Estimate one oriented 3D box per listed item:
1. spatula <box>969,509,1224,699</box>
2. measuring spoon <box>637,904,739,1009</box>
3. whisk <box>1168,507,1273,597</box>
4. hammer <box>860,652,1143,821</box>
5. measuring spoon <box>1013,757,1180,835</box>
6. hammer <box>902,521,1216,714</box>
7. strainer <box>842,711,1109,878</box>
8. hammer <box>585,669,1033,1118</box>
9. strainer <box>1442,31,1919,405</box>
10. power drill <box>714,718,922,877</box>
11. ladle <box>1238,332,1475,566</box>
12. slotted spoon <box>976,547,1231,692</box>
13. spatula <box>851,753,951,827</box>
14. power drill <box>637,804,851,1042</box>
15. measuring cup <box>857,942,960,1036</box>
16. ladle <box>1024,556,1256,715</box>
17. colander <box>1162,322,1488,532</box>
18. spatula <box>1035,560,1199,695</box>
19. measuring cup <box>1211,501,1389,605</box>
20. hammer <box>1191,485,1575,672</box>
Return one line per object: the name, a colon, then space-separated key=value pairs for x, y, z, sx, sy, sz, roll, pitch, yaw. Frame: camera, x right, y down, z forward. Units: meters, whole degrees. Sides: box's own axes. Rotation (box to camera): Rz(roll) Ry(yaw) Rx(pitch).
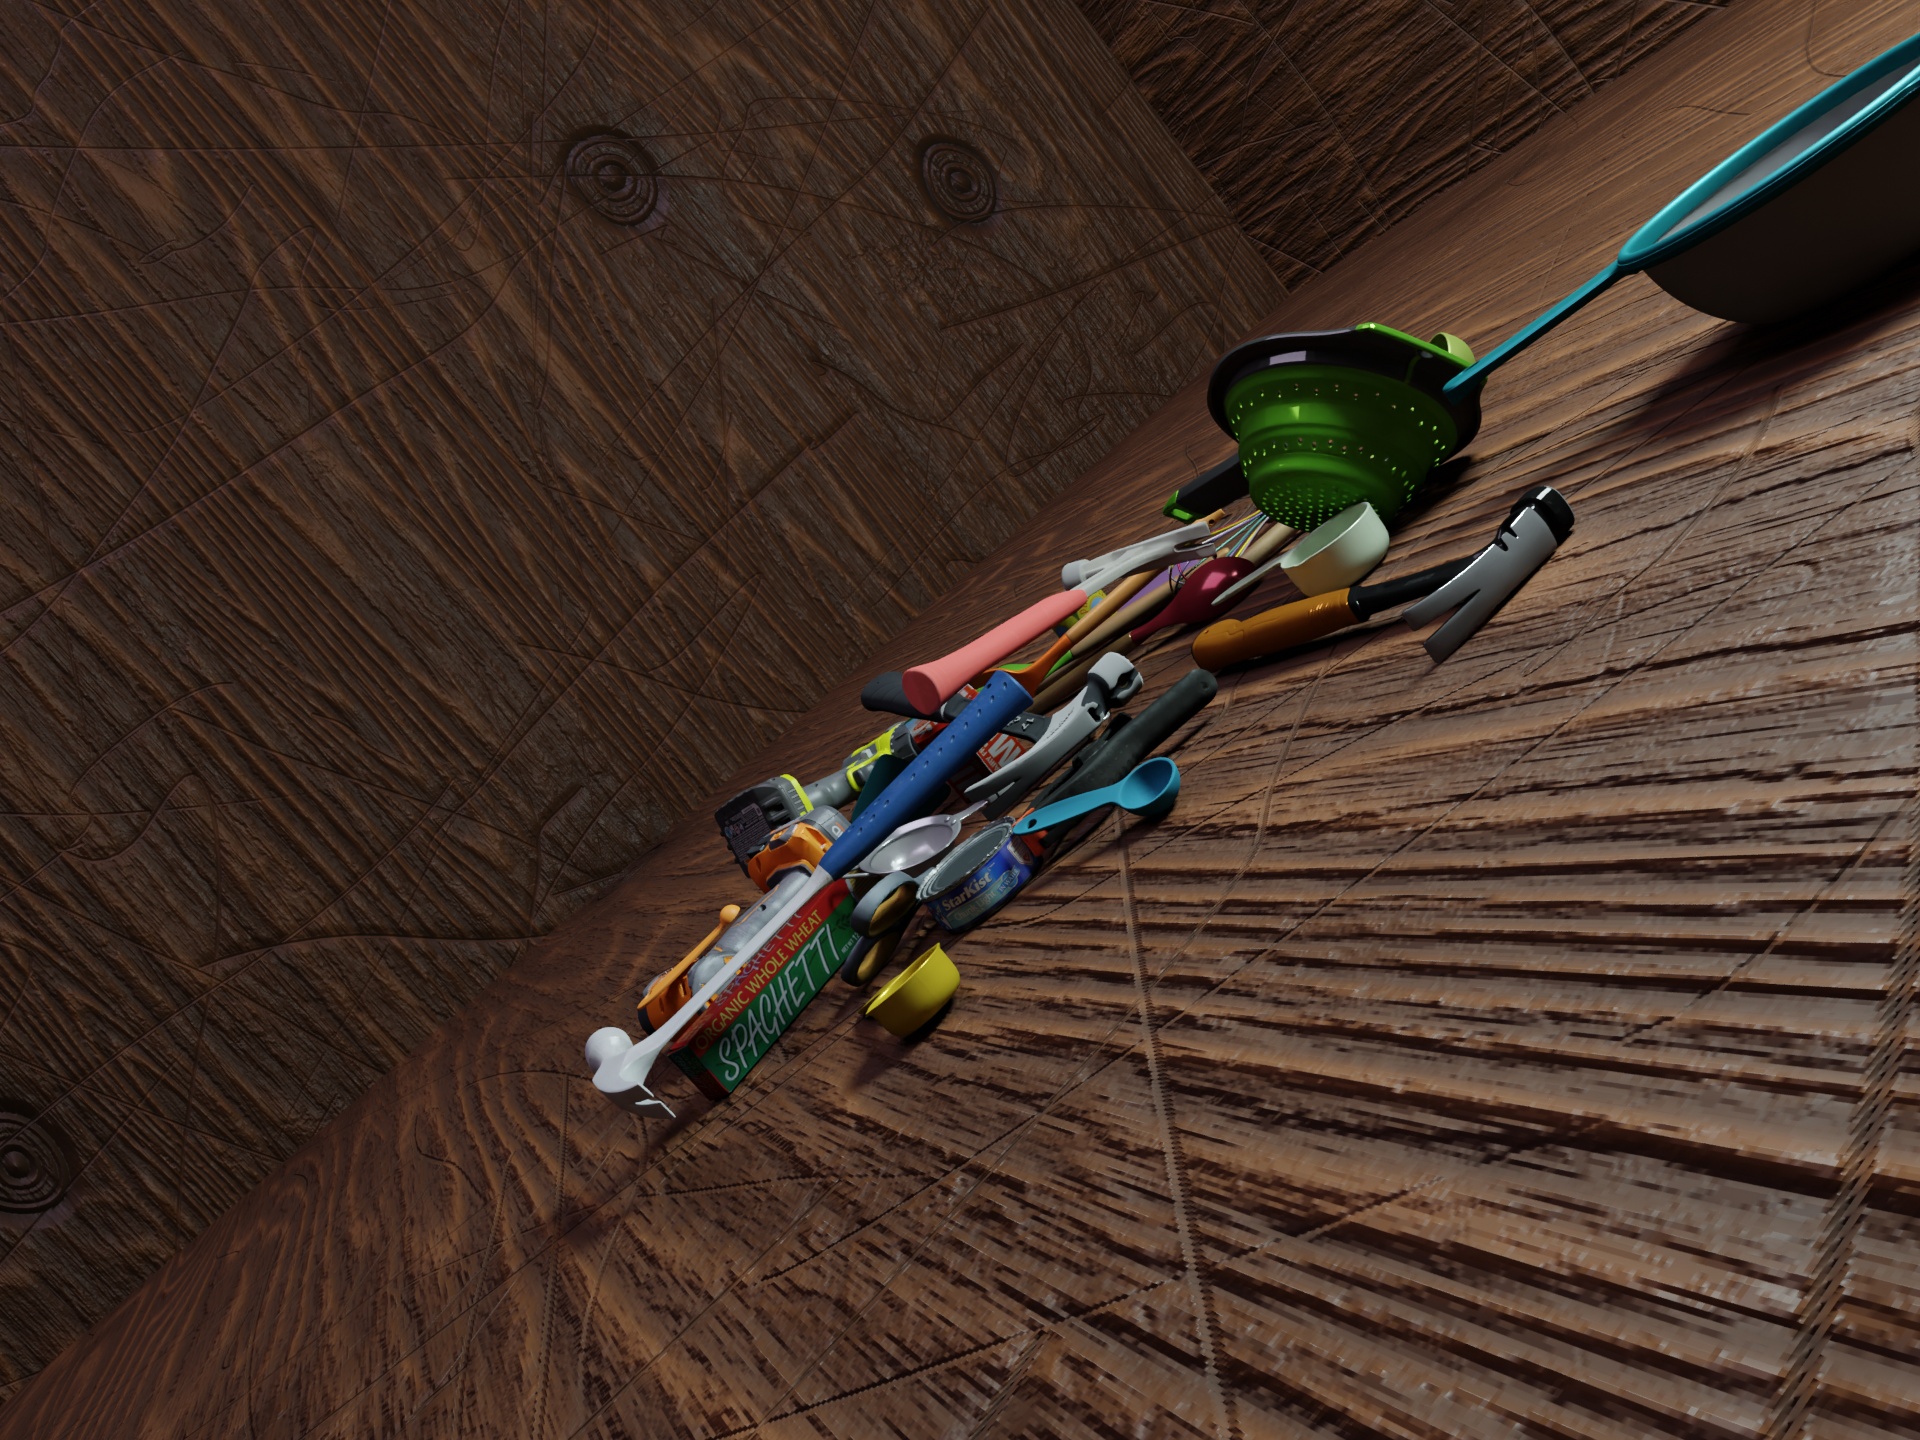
spatula: x=0.121 y=-0.098 z=1.517 sx=0.322 sy=0.081 sz=0.041 roll=-41 pitch=26 yaw=12
measuring spoon: x=-0.220 y=0.189 z=1.273 sx=0.117 sy=0.011 sz=0.021 roll=-45 pitch=13 yaw=4
whisk: x=0.271 y=-0.185 z=1.482 sx=0.245 sy=0.047 sz=0.051 roll=-40 pitch=1 yaw=-30
hammer: x=-0.002 y=-0.004 z=1.301 sx=0.149 sy=0.036 sz=0.409 roll=-45 pitch=19 yaw=-13
measuring spoon: x=0.087 y=0.058 z=1.005 sx=0.128 sy=0.021 sz=0.042 roll=-22 pitch=32 yaw=37
hammer: x=0.073 y=-0.085 z=1.292 sx=0.149 sy=0.036 sz=0.359 roll=-14 pitch=12 yaw=37
strainer: x=0.018 y=0.067 z=1.253 sx=0.258 sy=0.050 sz=0.087 roll=-35 pitch=21 yaw=-14
hammer: x=-0.099 y=0.117 z=1.115 sx=0.405 sy=0.035 sz=0.144 roll=-45 pitch=19 yaw=-10
strainer: x=0.454 y=-0.265 z=0.948 sx=0.340 sy=0.095 sz=0.211 roll=-36 pitch=6 yaw=36
power drill: x=-0.114 y=0.064 z=1.589 sx=0.228 sy=0.080 sz=0.190 roll=-27 pitch=-2 yaw=-36
ladle: x=0.318 y=-0.212 z=1.384 sx=0.320 sy=0.062 sz=0.078 roll=-41 pitch=12 yaw=7
slotted spoon: x=0.131 y=-0.082 z=1.560 sx=0.313 sy=0.031 sz=0.070 roll=-32 pitch=48 yaw=20
spatula: x=-0.138 y=0.141 z=1.501 sx=0.317 sy=0.082 sz=0.044 roll=-39 pitch=37 yaw=34
power drill: x=-0.187 y=0.185 z=1.373 sx=0.164 sy=0.084 sz=0.226 roll=-29 pitch=17 yaw=50
measuring cup: x=-0.037 y=0.176 z=0.989 sx=0.062 sy=0.029 sz=0.156 roll=-42 pitch=-3 yaw=-22
ladle: x=0.142 y=-0.063 z=1.437 sx=0.315 sy=0.031 sz=0.069 roll=-35 pitch=29 yaw=42
colander: x=0.254 y=-0.188 z=1.275 sx=0.397 sy=0.204 sz=0.094 roll=154 pitch=133 yaw=-69
spatula: x=0.112 y=-0.064 z=1.598 sx=0.316 sy=0.018 sz=0.060 roll=-37 pitch=27 yaw=17
measuring cup: x=0.249 y=-0.106 z=1.180 sx=0.083 sy=0.038 sz=0.167 roll=-45 pitch=8 yaw=-35
hammer: x=0.238 y=-0.065 z=1.021 sx=0.127 sy=0.034 sz=0.337 roll=-41 pitch=8 yaw=-20
